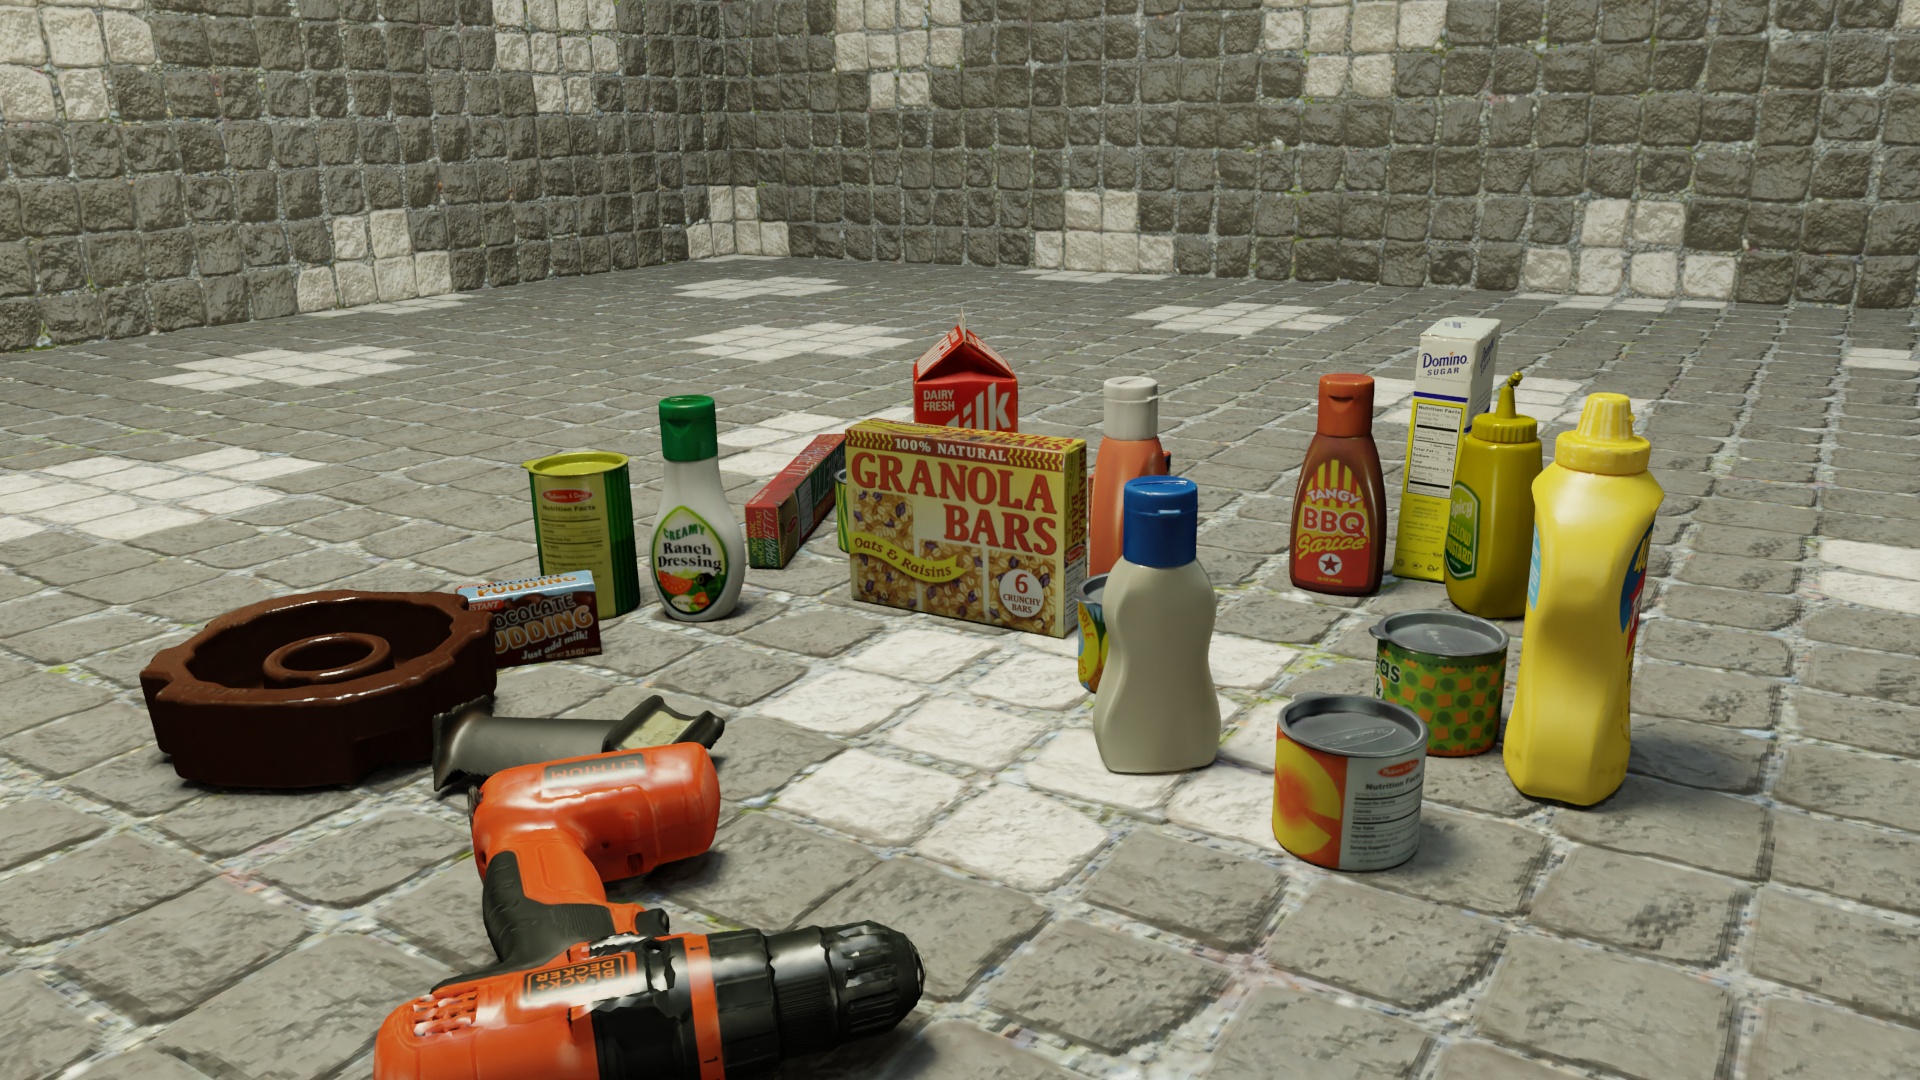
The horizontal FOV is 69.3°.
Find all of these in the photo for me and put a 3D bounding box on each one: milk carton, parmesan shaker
[{"bbox_3d":[0.003,-0.068,0.991,0.073,0.189,0.072,-2,17,-3],"label":"milk carton"},{"bbox_3d":[-0.258,-0.004,0.948,0.071,0.102,0.071,-1,17,0],"label":"parmesan shaker"}]

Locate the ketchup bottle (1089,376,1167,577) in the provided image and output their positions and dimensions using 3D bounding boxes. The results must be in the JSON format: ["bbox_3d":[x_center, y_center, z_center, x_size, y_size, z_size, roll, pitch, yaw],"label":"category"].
[{"bbox_3d":[0.117,-0.036,0.954,0.043,0.148,0.065,13,22,40],"label":"ketchup bottle"}]

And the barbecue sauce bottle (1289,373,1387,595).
[{"bbox_3d":[0.261,-0.039,0.953,0.065,0.148,0.044,8,19,27],"label":"barbecue sauce bottle"}]

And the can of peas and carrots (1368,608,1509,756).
[{"bbox_3d":[0.251,0.075,0.736,0.071,0.058,0.071,-1,17,0],"label":"can of peas and carrots"}]

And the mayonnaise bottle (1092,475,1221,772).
[{"bbox_3d":[0.100,0.043,0.699,0.065,0.147,0.041,-3,17,-6],"label":"mayonnaise bottle"}]

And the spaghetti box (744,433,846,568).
[{"bbox_3d":[-0.129,-0.038,1.142,0.029,0.050,0.251,1,17,8],"label":"spaghetti box"}]

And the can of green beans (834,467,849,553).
[{"bbox_3d":[-0.064,-0.024,1.079,0.071,0.057,0.071,-1,17,0],"label":"can of green beans"}]

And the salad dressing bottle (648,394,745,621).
[{"bbox_3d":[-0.178,-0.022,0.926,0.064,0.147,0.044,2,17,10],"label":"salad dressing bottle"}]

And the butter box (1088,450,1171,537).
[{"bbox_3d":[0.137,-0.037,1.118,0.024,0.053,0.104,10,20,33],"label":"butter box"}]

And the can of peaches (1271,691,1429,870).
[{"bbox_3d":[0.175,0.108,0.633,0.071,0.058,0.071,-1,17,0],"label":"can of peaches"}]

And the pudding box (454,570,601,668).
[{"bbox_3d":[-0.269,0.049,0.866,0.084,0.049,0.030,-7,18,-19],"label":"pudding box"}]

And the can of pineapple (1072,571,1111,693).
[{"bbox_3d":[0.099,0.055,0.812,0.071,0.057,0.071,-1,17,0],"label":"can of pineapple"}]

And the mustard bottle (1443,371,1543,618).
[{"bbox_3d":[0.349,-0.031,0.904,0.049,0.159,0.065,-3,17,-6],"label":"mustard bottle"}]

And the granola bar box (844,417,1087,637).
[{"bbox_3d":[0.003,-0.012,0.921,0.165,0.123,0.039,9,19,29],"label":"granola bar box"}]
